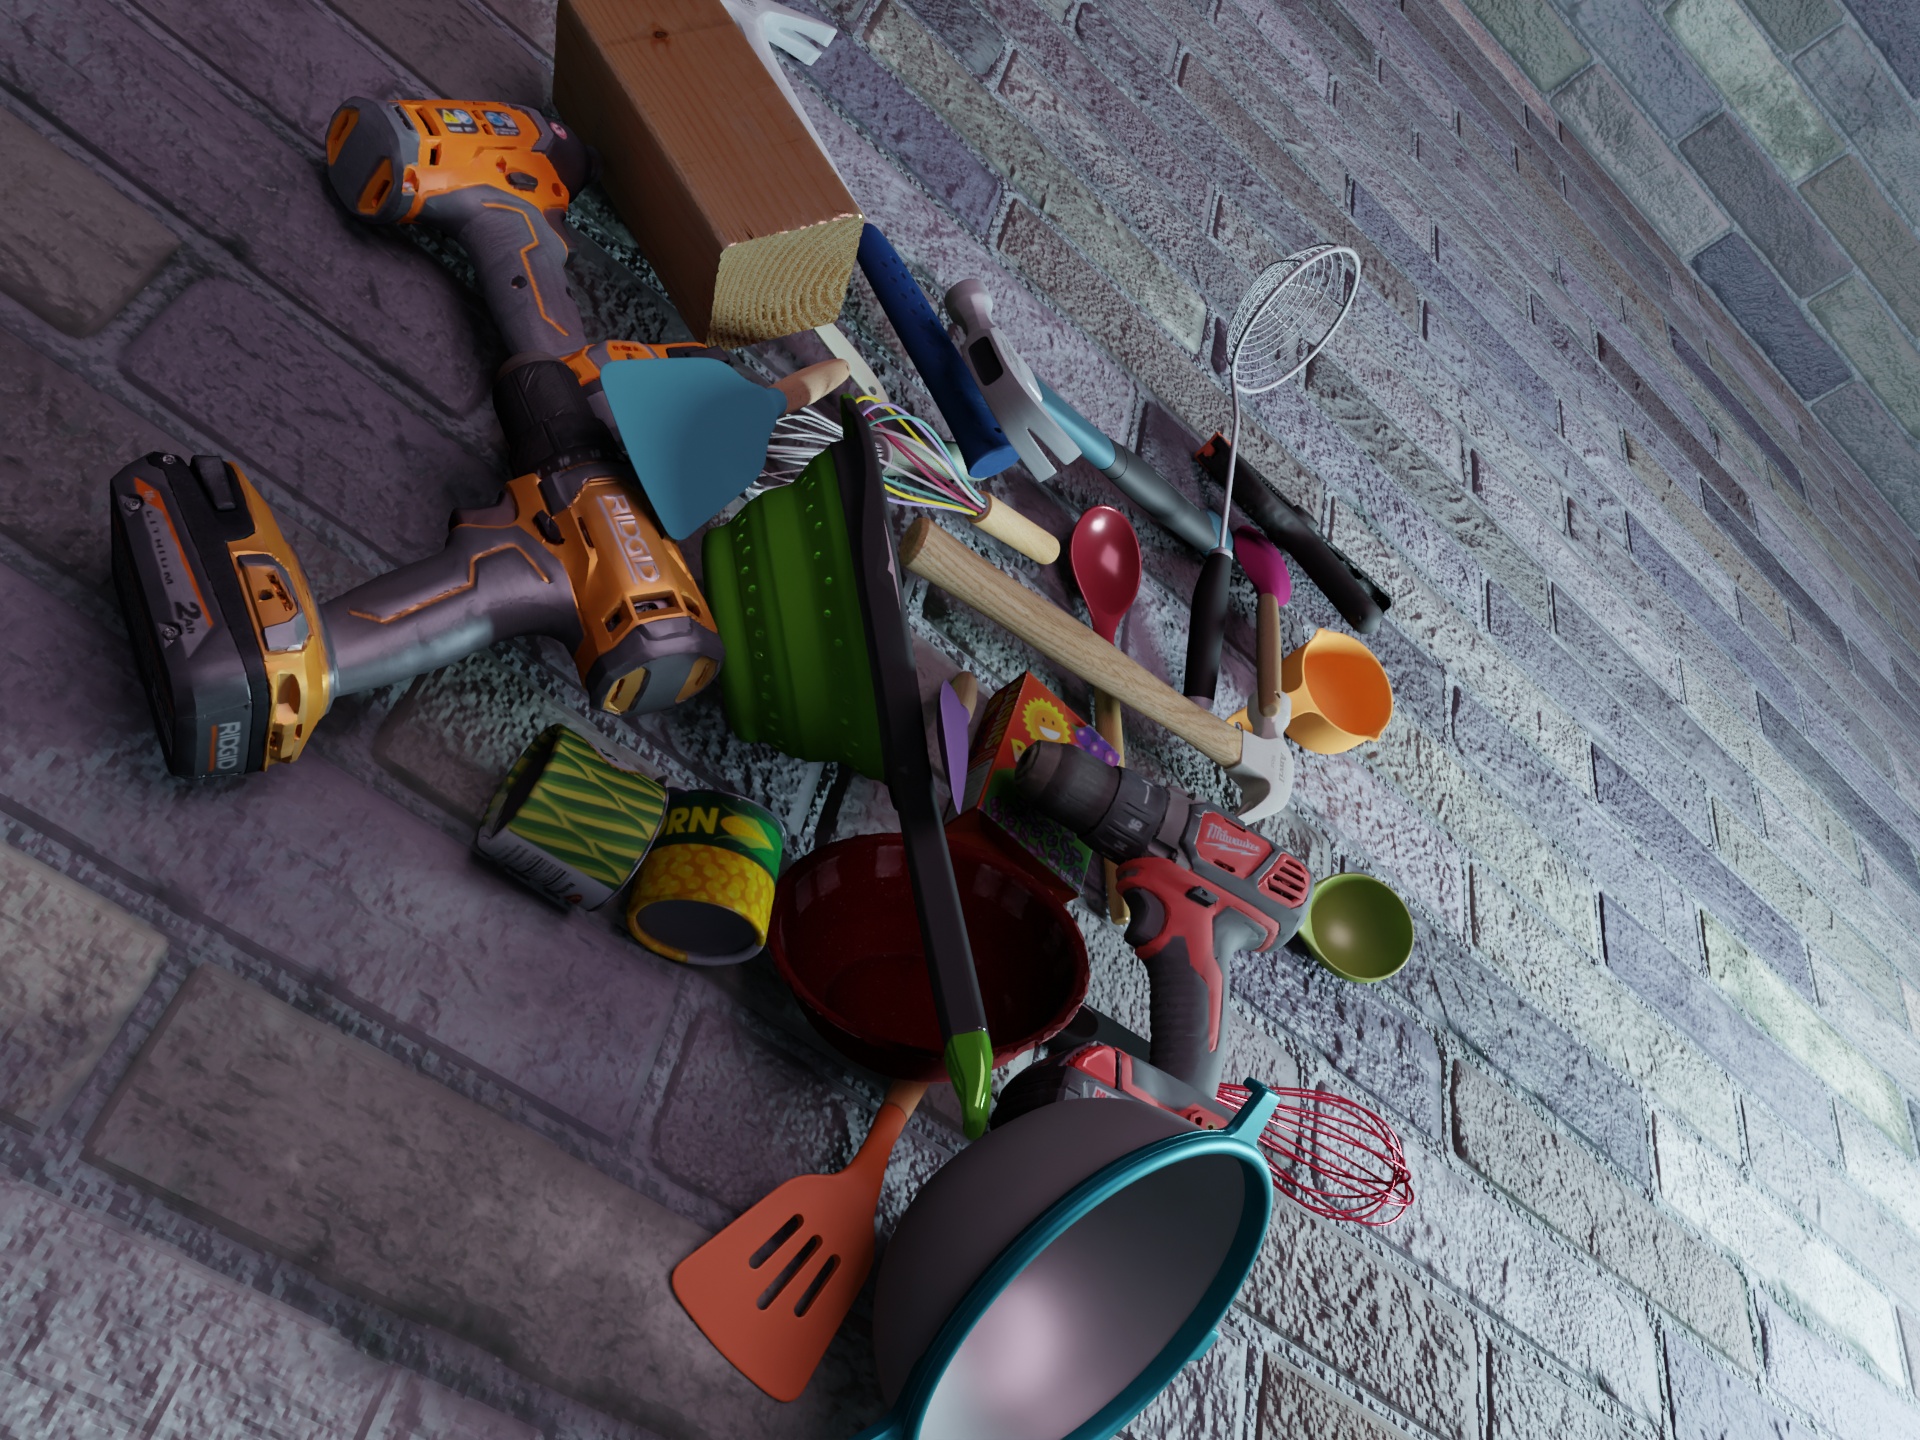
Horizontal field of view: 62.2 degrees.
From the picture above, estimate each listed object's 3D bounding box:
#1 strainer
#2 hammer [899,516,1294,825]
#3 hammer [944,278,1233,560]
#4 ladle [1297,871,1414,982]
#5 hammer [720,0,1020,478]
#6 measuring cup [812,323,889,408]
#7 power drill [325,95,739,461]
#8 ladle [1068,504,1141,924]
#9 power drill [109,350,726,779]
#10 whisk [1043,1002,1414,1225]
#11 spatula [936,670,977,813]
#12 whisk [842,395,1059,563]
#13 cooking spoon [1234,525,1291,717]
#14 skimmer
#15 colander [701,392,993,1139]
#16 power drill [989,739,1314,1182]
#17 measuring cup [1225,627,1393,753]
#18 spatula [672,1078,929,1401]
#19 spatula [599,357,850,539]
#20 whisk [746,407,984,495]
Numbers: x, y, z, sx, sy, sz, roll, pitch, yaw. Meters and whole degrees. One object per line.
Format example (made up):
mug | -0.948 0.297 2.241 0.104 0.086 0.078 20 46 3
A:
strainer | -0.017 0.264 0.695 0.340 0.210 0.095 -19 41 -30
hammer | 0.096 -0.031 1.024 0.331 0.031 0.130 31 49 -27
hammer | 0.106 -0.184 1.113 0.330 0.033 0.128 25 40 -51
ladle | 0.187 0.094 1.023 0.319 0.062 0.078 30 56 -37
hammer | -0.066 -0.338 1.073 0.144 0.035 0.406 -12 68 -49
measuring cup | -0.110 -0.253 0.998 0.167 0.038 0.083 48 40 -13
power drill | -0.212 -0.233 0.850 0.226 0.084 0.164 56 38 5
ladle | 0.099 -0.011 1.056 0.069 0.031 0.316 24 51 -33
power drill | -0.233 -0.077 0.680 0.226 0.084 0.185 -13 66 -33
whisk | 0.154 0.225 0.935 0.295 0.073 0.073 29 46 -20
spatula | -0.001 -0.003 0.823 0.316 0.018 0.060 -79 161 -82
whisk | 0.001 -0.144 0.991 0.244 0.051 0.047 22 34 -57
cooking spoon | 0.229 -0.078 1.183 0.068 0.017 0.319 45 26 -13
skimmer | 0.226 -0.175 1.160 0.127 0.090 0.363 46 51 -66
colander | -0.064 0.016 0.766 0.094 0.204 0.398 -9 55 -5
power drill | 0.090 0.131 0.867 0.187 0.080 0.227 30 58 -13
measuring cup | 0.246 -0.007 1.190 0.173 0.052 0.095 -18 77 -33
spatula | -0.031 0.184 0.799 0.081 0.041 0.323 50 36 -10
spatula | -0.103 -0.168 0.835 0.318 0.044 0.082 -67 136 -71
whisk | -0.058 -0.166 0.990 0.246 0.059 0.058 -7 107 -51
